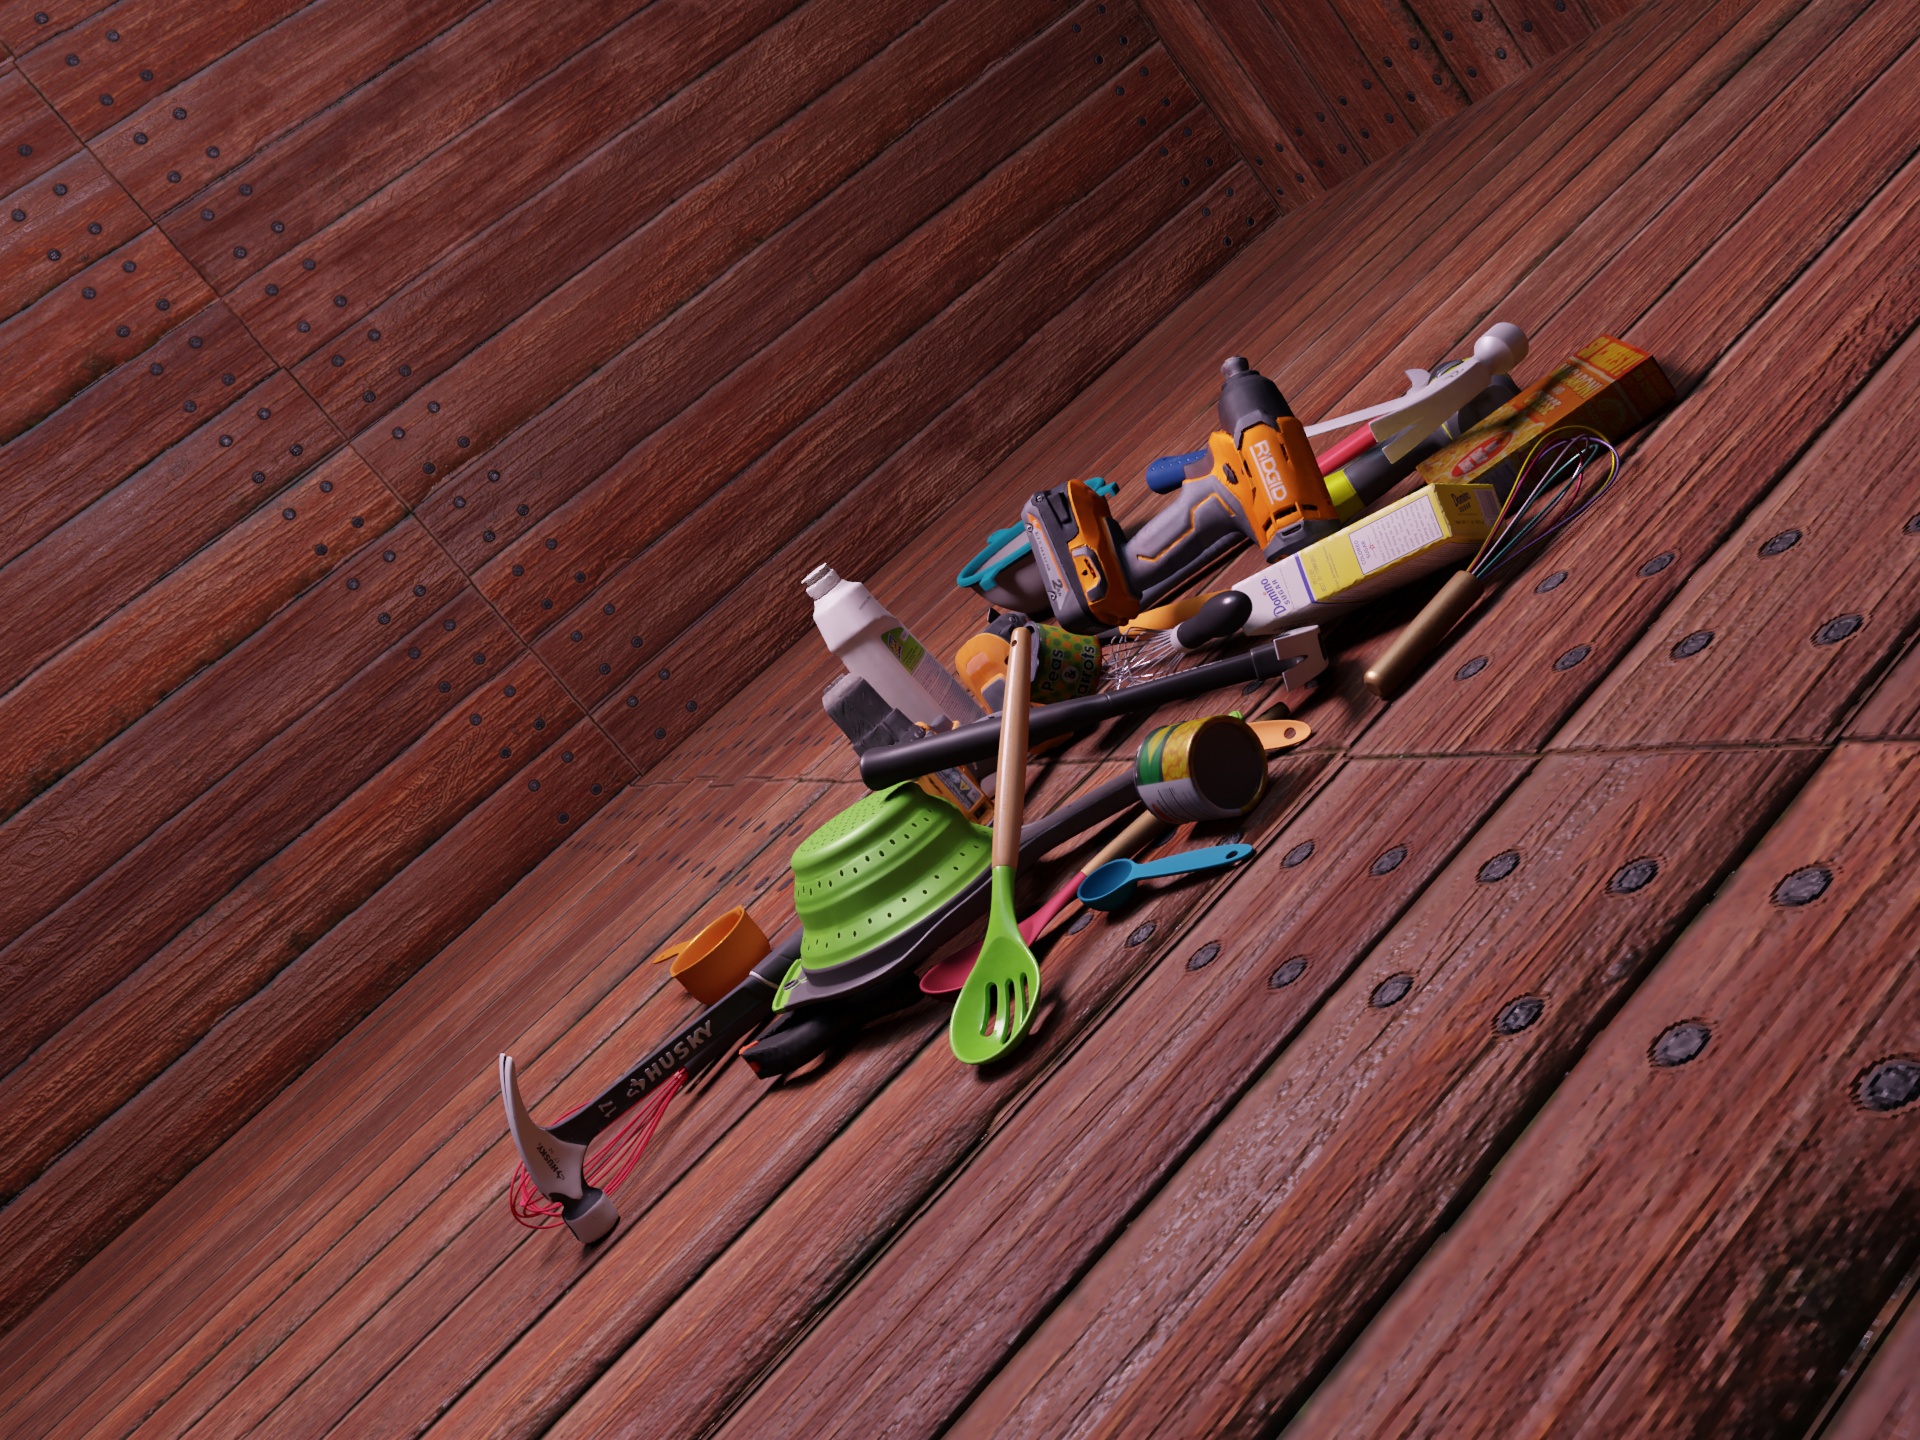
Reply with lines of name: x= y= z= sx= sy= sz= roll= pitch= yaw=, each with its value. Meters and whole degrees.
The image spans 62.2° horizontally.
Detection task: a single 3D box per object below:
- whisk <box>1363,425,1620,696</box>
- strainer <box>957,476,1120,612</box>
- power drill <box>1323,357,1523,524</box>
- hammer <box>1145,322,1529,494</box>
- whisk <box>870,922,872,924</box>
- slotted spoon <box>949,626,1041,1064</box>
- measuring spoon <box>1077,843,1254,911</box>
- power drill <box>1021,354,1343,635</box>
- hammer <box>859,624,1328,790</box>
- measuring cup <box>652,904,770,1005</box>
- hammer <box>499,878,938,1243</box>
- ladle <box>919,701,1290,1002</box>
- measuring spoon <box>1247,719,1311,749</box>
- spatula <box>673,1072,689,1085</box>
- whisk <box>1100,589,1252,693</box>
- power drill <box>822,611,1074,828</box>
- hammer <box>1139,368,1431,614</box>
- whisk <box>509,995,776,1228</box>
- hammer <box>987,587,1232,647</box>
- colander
whisk: x=0.342 y=-0.107 z=1.036 sx=0.245 sy=0.047 sz=0.051 roll=-45 pitch=15 yaw=-13
strainer: x=0.095 y=-0.197 z=1.947 sx=0.211 sy=0.095 sz=0.340 roll=-37 pitch=10 yaw=-4
power drill: x=0.356 y=-0.224 z=1.338 sx=0.228 sy=0.080 sz=0.191 roll=-33 pitch=14 yaw=17
hammer: x=0.276 y=-0.235 z=1.322 sx=0.144 sy=0.035 sz=0.405 roll=-39 pitch=15 yaw=-22
whisk: x=-0.060 y=0.117 z=1.395 sx=0.058 sy=0.059 sz=0.246 roll=11 pitch=32 yaw=22
slotted spoon: x=0.032 y=0.073 z=1.022 sx=0.070 sy=0.031 sz=0.314 roll=-22 pitch=50 yaw=38
measuring spoon: x=0.130 y=0.099 z=0.991 sx=0.128 sy=0.021 sz=0.042 roll=-17 pitch=23 yaw=38
power drill: x=0.167 y=-0.174 z=1.245 sx=0.226 sy=0.164 sz=0.084 roll=-23 pitch=-11 yaw=24
hammer: x=0.089 y=-0.006 z=1.108 sx=0.335 sy=0.035 sz=0.146 roll=-16 pitch=3 yaw=11
measuring cup: x=-0.239 y=0.230 z=1.494 sx=0.095 sy=0.052 sz=0.173 roll=-47 pitch=13 yaw=-33
hammer: x=-0.168 y=0.209 z=1.231 sx=0.409 sy=0.149 sz=0.036 roll=-38 pitch=15 yaw=-27
ladle: x=0.103 y=0.089 z=1.067 sx=0.315 sy=0.031 sz=0.069 roll=-39 pitch=16 yaw=-10
measuring spoon: x=0.181 y=0.015 z=1.071 sx=0.117 sy=0.011 sz=0.021 roll=-8 pitch=63 yaw=30
spatula: x=-0.141 y=0.200 z=1.387 sx=0.060 sy=0.018 sz=0.316 roll=-13 pitch=27 yaw=51
whisk: x=0.164 y=-0.057 z=1.230 sx=0.070 sy=0.070 sz=0.284 roll=-42 pitch=2 yaw=-15
power drill: x=-0.002 y=-0.004 z=1.338 sx=0.084 sy=0.185 sz=0.226 roll=-39 pitch=6 yaw=46
hammer: x=0.294 y=-0.207 z=1.539 sx=0.386 sy=0.038 sz=0.143 roll=-35 pitch=12 yaw=18
whisk: x=-0.235 y=0.289 z=1.260 sx=0.296 sy=0.073 sz=0.073 roll=-40 pitch=11 yaw=-32
hammer: x=0.162 y=-0.085 z=1.360 sx=0.337 sy=0.127 sz=0.034 roll=-11 pitch=64 yaw=55
colander: x=0.013 y=0.069 z=1.150 sx=0.397 sy=0.094 sz=0.204 roll=-30 pitch=8 yaw=10
